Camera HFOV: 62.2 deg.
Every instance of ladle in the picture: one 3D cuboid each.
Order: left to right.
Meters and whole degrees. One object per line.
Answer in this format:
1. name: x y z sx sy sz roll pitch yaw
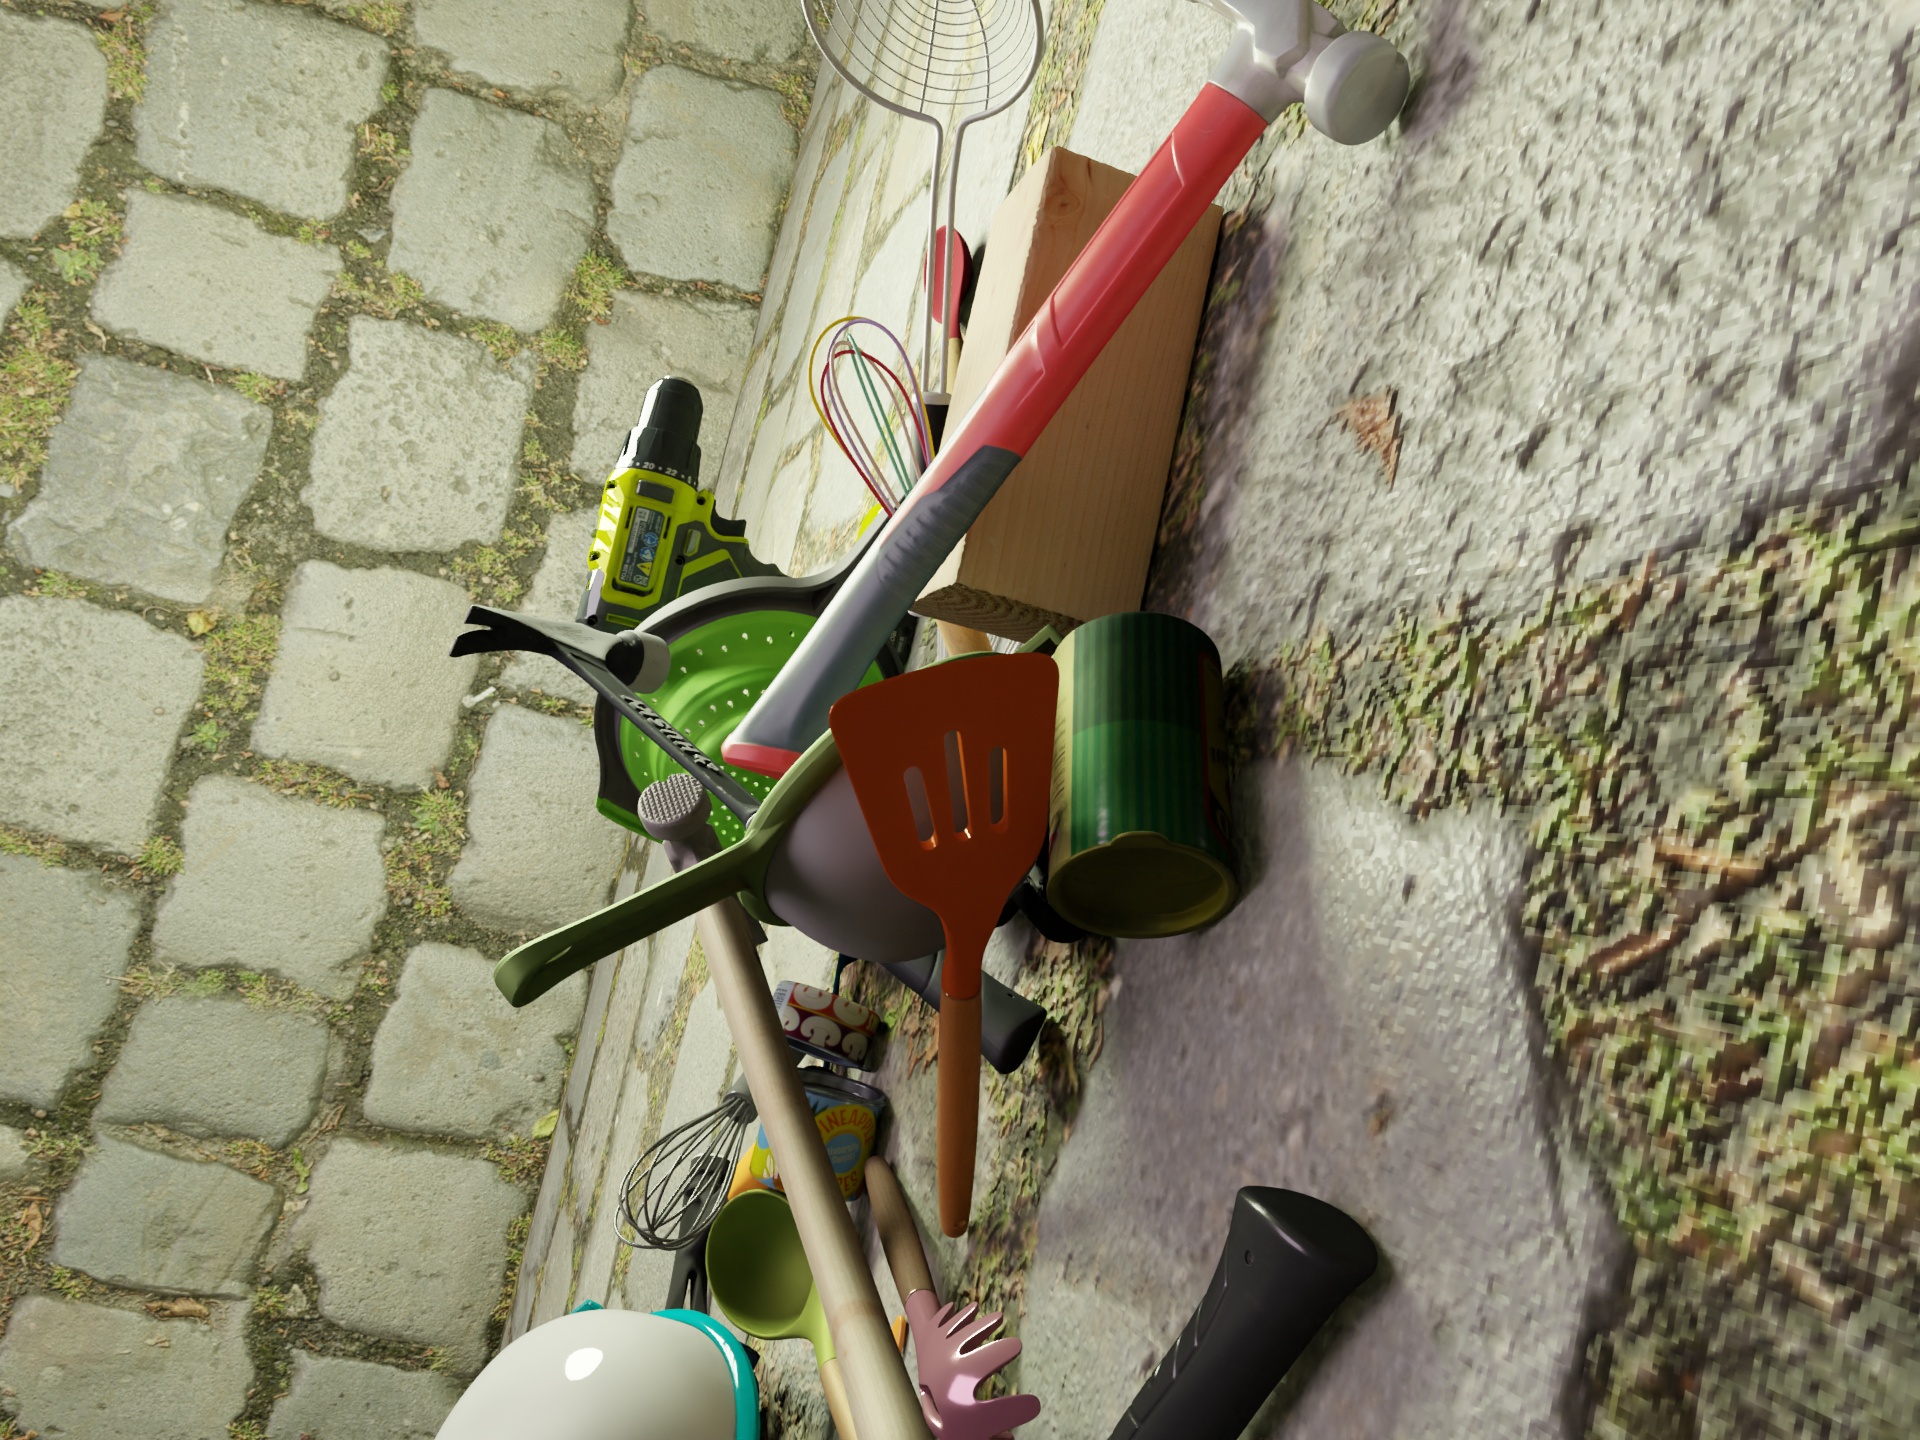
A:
1. ladle: -0.065 0.322 0.753 0.078 0.062 0.320 -68 21 5
2. ladle: -0.004 -0.255 1.141 0.069 0.031 0.316 116 159 -43

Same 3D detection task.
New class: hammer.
1. hammer: -0.106 0.044 0.791 0.409 0.149 0.036 35 103 36
2. hammer: -0.145 0.319 1.094 0.336 0.034 0.127 126 155 -52
3. hammer: -0.078 0.208 0.775 0.146 0.038 0.411 75 170 -45
4. hammer: 0.012 -0.135 0.668 0.386 0.038 0.143 -52 48 16
5. hammer: 0.037 0.273 0.496 0.334 0.035 0.146 -65 26 26

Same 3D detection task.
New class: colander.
1. colander: -0.074 -0.041 0.980 0.397 0.204 0.095 -50 35 18

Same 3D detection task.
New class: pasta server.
1. pasta server: -0.013 0.247 0.706 0.316 0.040 0.060 -165 60 -80

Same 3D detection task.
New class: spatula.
1. spatula: -0.003 0.110 0.621 0.322 0.081 0.041 92 159 -44

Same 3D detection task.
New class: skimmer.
1. skimmer: -0.024 -0.226 0.822 0.090 0.127 0.363 -34 -50 -62

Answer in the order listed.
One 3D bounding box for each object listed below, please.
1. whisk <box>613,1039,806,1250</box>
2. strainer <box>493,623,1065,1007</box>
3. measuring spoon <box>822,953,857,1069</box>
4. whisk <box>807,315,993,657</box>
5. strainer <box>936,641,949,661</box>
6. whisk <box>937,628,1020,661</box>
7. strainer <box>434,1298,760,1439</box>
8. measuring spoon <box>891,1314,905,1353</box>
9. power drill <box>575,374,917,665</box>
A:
1. whisk: -0.131 0.227 0.933 0.055 0.055 0.239 -67 -8 28
2. strainer: -0.048 0.065 0.604 0.069 0.256 0.151 46 137 22
3. measuring spoon: -0.071 0.175 1.014 0.042 0.021 0.128 -86 5 -75
4. whisk: -0.018 -0.085 0.796 0.245 0.047 0.051 69 164 -1
5. strainer: 0.005 -0.095 0.915 0.087 0.050 0.258 18 105 34
6. whisk: 0.000 -0.002 0.863 0.070 0.070 0.284 -114 36 -66
7. strainer: -0.166 0.377 0.770 0.340 0.095 0.211 -11 42 44
8. measuring spoon: -0.047 0.344 0.777 0.021 0.011 0.117 -144 70 -73
9. power drill: -0.141 -0.126 1.121 0.080 0.228 0.190 163 121 -72
